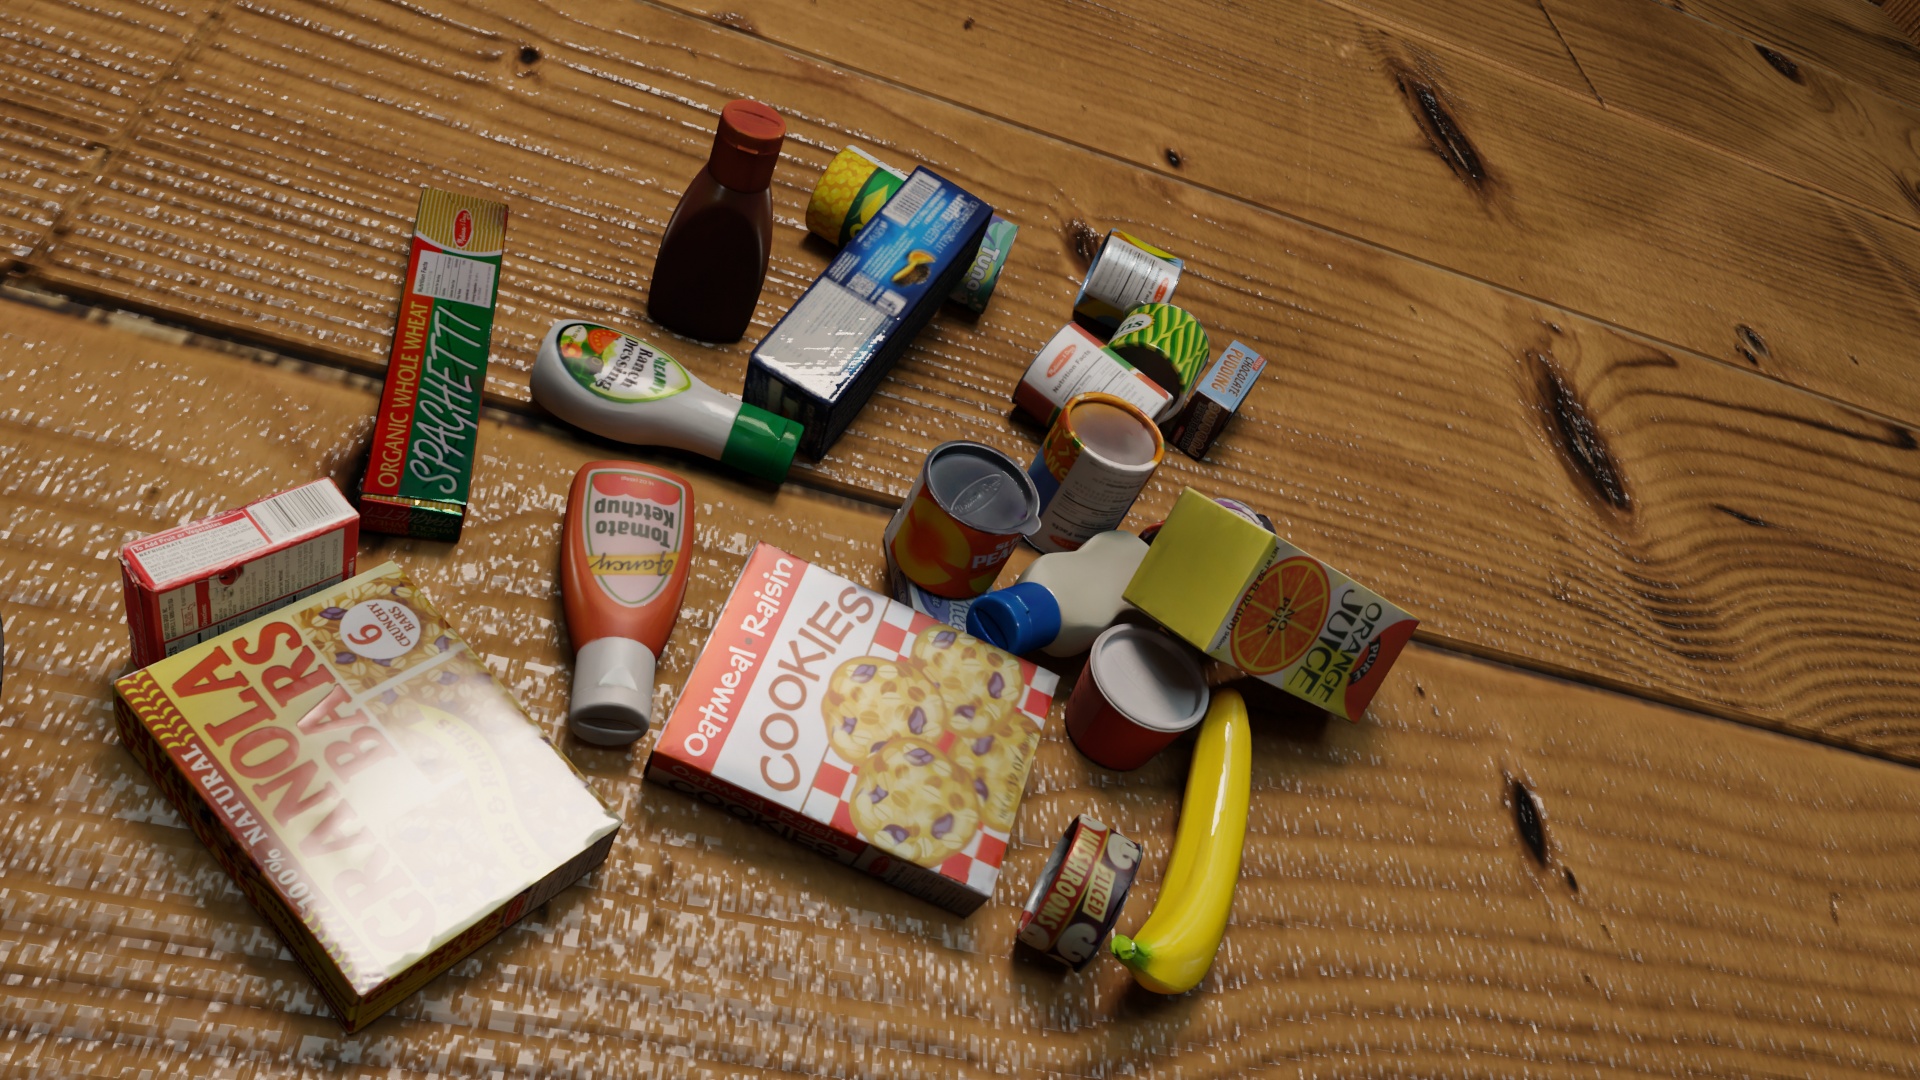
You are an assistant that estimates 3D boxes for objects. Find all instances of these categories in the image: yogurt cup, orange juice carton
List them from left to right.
[{"bbox_3d":[0.091,0.087,0.746,0.072,0.053,0.073,14,45,-15],"label":"yogurt cup"},{"bbox_3d":[0.187,0.045,0.779,0.192,0.071,0.073,25,7,-39],"label":"orange juice carton"}]

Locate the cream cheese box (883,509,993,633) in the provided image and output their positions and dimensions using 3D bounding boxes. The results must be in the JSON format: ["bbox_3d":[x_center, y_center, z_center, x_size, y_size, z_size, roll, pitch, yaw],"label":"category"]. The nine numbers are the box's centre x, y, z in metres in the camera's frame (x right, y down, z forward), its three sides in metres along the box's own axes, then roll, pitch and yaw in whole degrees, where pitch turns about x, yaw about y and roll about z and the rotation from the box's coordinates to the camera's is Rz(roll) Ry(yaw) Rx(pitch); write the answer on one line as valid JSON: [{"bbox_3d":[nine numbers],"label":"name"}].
[{"bbox_3d":[-0.009,0.031,0.769,0.053,0.024,0.104,8,47,-23],"label":"cream cheese box"}]

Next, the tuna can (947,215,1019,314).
[{"bbox_3d":[0.013,-0.192,0.956,0.033,0.070,0.071,23,44,-5],"label":"tuna can"}]

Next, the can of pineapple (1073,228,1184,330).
[{"bbox_3d":[0.121,-0.185,1.009,0.058,0.070,0.071,25,43,-4],"label":"can of pineapple"}]

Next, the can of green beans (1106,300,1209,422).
[{"bbox_3d":[0.131,-0.121,0.952,0.071,0.071,0.058,32,44,3],"label":"can of green beans"}]

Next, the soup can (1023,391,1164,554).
[{"bbox_3d":[0.075,-0.040,0.835,0.071,0.083,0.072,14,45,-15],"label":"soup can"}]

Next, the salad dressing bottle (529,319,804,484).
[{"bbox_3d":[-0.162,-0.075,0.775,0.148,0.043,0.064,21,45,-8],"label":"salad dressing bottle"}]

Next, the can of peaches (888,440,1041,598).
[{"bbox_3d":[0.003,-0.009,0.751,0.071,0.057,0.071,16,44,-16],"label":"can of peaches"}]

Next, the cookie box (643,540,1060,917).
[{"bbox_3d":[-0.049,0.089,0.668,0.167,0.040,0.123,25,55,-5],"label":"cookie box"}]

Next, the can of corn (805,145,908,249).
[{"bbox_3d":[-0.067,-0.226,0.951,0.058,0.070,0.071,31,43,3],"label":"can of corn"}]

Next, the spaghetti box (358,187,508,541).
[{"bbox_3d":[-0.281,-0.102,0.750,0.050,0.028,0.251,9,47,-20],"label":"spaghetti box"}]

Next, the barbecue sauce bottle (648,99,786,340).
[{"bbox_3d":[-0.139,-0.186,0.814,0.065,0.147,0.044,15,46,-14],"label":"barbecue sauce bottle"}]

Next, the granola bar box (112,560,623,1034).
[{"bbox_3d":[-0.243,0.098,0.575,0.166,0.038,0.125,44,45,15],"label":"granola bar box"}]

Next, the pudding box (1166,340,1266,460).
[{"bbox_3d":[0.180,-0.099,0.968,0.030,0.049,0.084,34,43,7],"label":"pudding box"}]

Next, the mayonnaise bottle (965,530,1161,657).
[{"bbox_3d":[0.062,0.034,0.770,0.148,0.041,0.065,-14,60,-49],"label":"mayonnaise bottle"}]

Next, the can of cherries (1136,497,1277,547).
[{"bbox_3d":[0.146,0.012,0.832,0.058,0.071,0.071,-19,61,-38],"label":"can of cherries"}]

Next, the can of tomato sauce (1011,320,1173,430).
[{"bbox_3d":[0.086,-0.091,0.903,0.083,0.070,0.071,38,44,9],"label":"can of tomato sauce"}]

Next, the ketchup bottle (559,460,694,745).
[{"bbox_3d":[-0.165,0.028,0.678,0.065,0.043,0.149,11,47,-19],"label":"ketchup bottle"}]

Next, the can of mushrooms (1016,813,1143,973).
[{"bbox_3d":[0.055,0.163,0.645,0.033,0.070,0.071,30,43,3],"label":"can of mushrooms"}]
